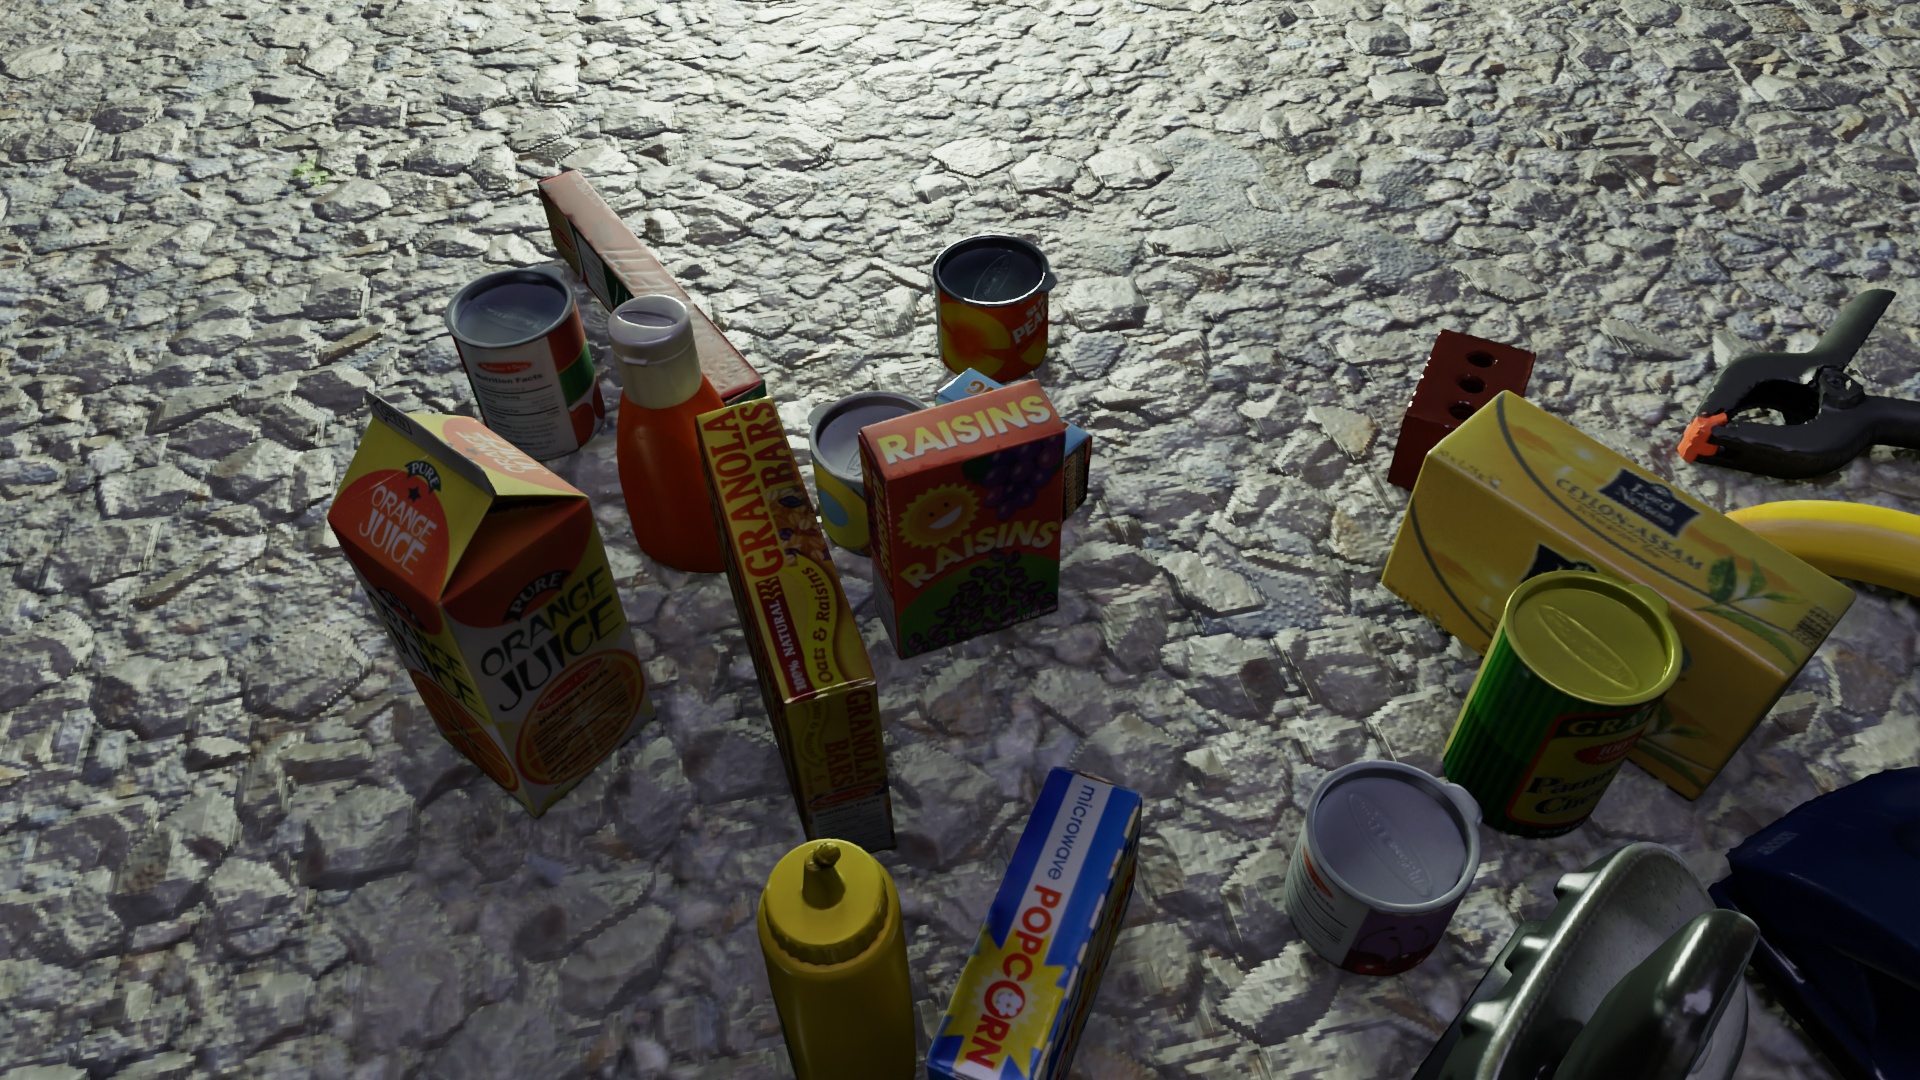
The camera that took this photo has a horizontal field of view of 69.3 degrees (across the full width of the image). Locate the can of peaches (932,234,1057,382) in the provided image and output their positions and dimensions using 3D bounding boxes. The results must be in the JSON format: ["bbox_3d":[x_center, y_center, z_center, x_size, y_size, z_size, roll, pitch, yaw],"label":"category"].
[{"bbox_3d":[0.020,-0.132,0.796,0.071,0.057,0.071,-1,48,1],"label":"can of peaches"}]

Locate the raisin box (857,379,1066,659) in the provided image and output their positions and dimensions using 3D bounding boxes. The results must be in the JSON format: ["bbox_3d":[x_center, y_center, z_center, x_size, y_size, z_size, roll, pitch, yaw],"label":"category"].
[{"bbox_3d":[0.002,-0.008,0.641,0.086,0.122,0.040,-16,50,-13],"label":"raisin box"}]

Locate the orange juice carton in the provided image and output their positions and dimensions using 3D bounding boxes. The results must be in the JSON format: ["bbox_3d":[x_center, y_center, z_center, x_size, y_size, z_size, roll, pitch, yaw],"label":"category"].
[{"bbox_3d":[-0.192,0.023,0.571,0.072,0.191,0.073,31,56,26],"label":"orange juice carton"}]

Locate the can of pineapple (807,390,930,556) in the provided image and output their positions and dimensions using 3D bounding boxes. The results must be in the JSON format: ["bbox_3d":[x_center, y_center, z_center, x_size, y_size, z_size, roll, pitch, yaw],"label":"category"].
[{"bbox_3d":[-0.043,-0.035,0.710,0.071,0.057,0.071,-1,48,1],"label":"can of pineapple"}]

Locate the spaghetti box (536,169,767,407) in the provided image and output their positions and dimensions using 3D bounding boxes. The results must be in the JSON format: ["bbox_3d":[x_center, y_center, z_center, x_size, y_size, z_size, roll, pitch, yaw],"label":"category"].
[{"bbox_3d":[-0.181,-0.136,0.810,0.029,0.050,0.251,-28,53,-21],"label":"spaghetti box"}]

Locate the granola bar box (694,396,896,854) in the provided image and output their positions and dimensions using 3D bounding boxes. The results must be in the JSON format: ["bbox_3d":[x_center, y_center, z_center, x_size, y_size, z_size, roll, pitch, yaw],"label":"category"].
[{"bbox_3d":[-0.073,0.039,0.600,0.039,0.123,0.166,-15,49,-12],"label":"granola bar box"}]

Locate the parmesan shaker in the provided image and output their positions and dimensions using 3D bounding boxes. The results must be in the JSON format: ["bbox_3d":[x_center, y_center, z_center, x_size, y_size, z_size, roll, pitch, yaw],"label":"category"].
[{"bbox_3d":[0.249,0.069,0.578,0.071,0.102,0.072,-1,48,1],"label":"parmesan shaker"}]

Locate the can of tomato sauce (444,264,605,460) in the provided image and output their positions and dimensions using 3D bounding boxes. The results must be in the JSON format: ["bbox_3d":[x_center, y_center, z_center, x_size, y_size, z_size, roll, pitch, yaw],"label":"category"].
[{"bbox_3d":[-0.233,-0.096,0.754,0.071,0.082,0.071,-1,48,1],"label":"can of tomato sauce"}]

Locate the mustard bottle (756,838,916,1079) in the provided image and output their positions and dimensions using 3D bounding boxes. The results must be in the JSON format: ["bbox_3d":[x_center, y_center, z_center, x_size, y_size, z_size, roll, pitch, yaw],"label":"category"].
[{"bbox_3d":[-0.043,0.143,0.480,0.049,0.159,0.065,-10,48,-8],"label":"mustard bottle"}]

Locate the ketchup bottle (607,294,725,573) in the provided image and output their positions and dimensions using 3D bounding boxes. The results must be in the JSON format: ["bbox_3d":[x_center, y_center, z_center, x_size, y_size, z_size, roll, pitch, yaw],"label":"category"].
[{"bbox_3d":[-0.135,-0.047,0.663,0.065,0.148,0.044,10,49,10],"label":"ketchup bottle"}]

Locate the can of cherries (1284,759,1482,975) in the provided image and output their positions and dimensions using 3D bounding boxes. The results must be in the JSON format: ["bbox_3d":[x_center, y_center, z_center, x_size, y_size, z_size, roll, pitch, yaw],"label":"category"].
[{"bbox_3d":[0.169,0.131,0.554,0.071,0.058,0.072,-1,48,1],"label":"can of cherries"}]

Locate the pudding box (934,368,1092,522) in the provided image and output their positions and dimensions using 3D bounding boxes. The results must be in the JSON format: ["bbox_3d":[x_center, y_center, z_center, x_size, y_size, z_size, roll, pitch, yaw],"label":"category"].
[{"bbox_3d":[0.026,-0.049,0.727,0.084,0.049,0.030,31,56,26],"label":"pudding box"}]

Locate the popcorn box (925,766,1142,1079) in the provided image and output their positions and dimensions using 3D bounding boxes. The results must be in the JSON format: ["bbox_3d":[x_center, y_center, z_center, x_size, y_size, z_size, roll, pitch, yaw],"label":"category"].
[{"bbox_3d":[0.030,0.159,0.514,0.038,0.084,0.127,16,50,16],"label":"popcorn box"}]
